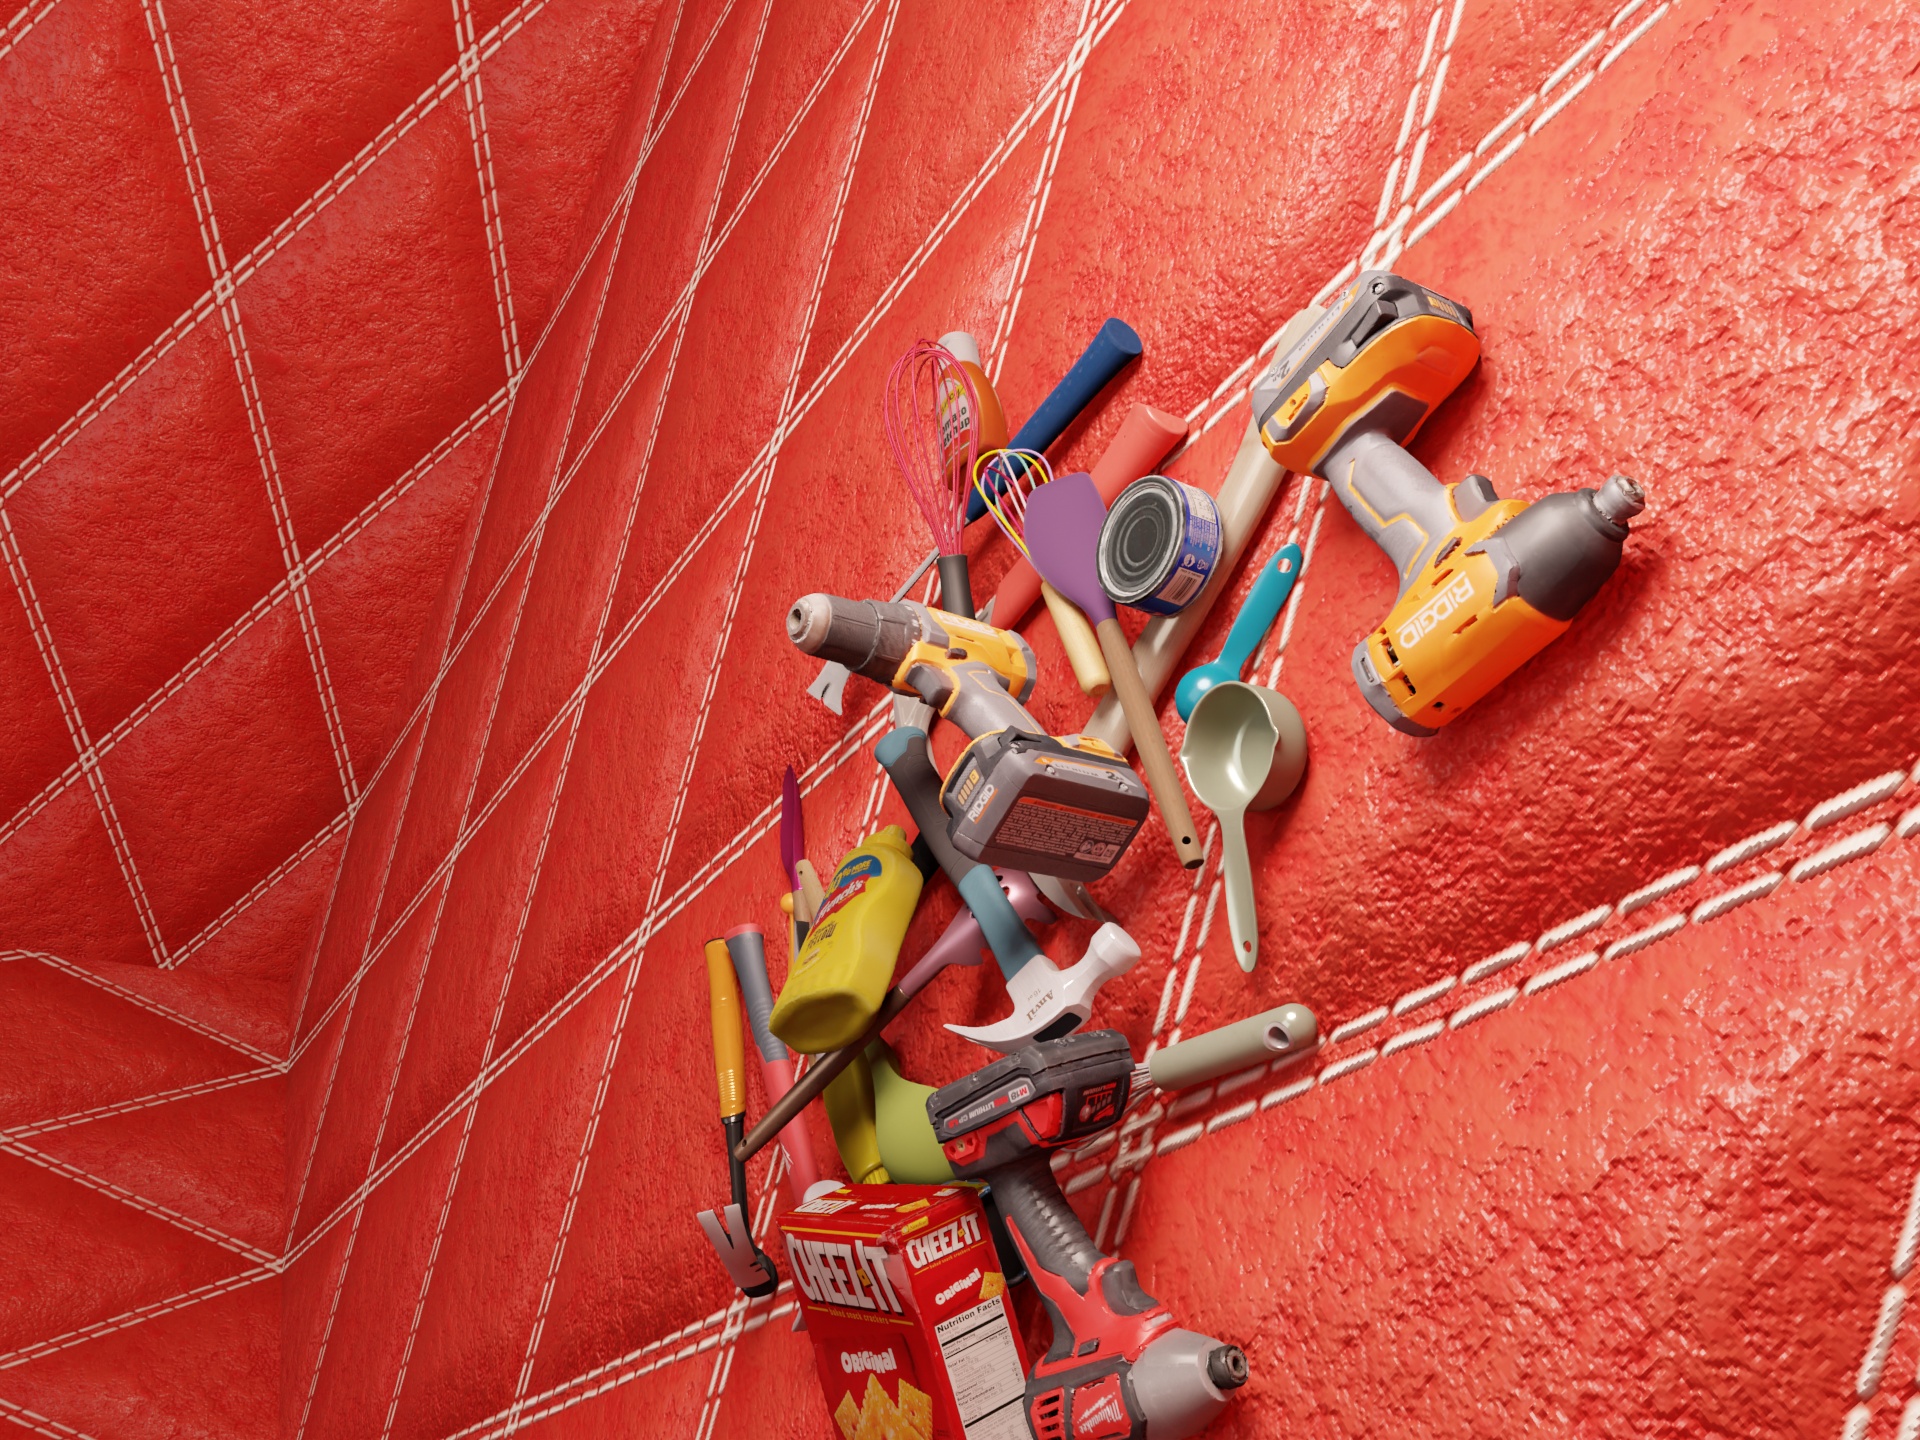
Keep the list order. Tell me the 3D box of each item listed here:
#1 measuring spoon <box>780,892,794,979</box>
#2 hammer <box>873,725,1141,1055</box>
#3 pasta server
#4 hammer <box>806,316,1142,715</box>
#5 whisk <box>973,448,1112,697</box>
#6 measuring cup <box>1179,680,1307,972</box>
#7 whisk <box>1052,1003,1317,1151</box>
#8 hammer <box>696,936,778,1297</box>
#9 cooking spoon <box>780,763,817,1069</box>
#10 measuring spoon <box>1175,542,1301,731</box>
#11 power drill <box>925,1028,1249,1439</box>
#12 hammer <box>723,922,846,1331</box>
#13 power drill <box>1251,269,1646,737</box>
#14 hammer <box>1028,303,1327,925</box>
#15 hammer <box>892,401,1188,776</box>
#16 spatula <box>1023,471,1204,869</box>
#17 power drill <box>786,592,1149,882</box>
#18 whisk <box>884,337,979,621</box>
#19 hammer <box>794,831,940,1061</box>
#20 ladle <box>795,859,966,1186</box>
[{"bbox_3d":[-0.151,0.208,1.387,0.021,0.011,0.117,-151,61,-75],"label":"measuring spoon"},{"bbox_3d":[0.006,0.100,1.083,0.128,0.033,0.331,-47,36,11],"label":"hammer"},{"bbox_3d":[-0.051,0.212,1.128,0.316,0.040,0.060,-46,39,14],"label":"pasta server"},{"bbox_3d":[0.002,-0.155,1.259,0.405,0.035,0.144,-46,12,34],"label":"hammer"},{"bbox_3d":[0.056,-0.108,1.102,0.051,0.047,0.245,-51,41,33],"label":"whisk"},{"bbox_3d":[0.171,0.061,0.921,0.083,0.038,0.168,-17,73,54],"label":"measuring cup"},{"bbox_3d":[0.115,0.209,0.939,0.246,0.059,0.058,-33,86,45],"label":"whisk"},{"bbox_3d":[-0.202,0.320,1.386,0.337,0.034,0.127,-104,0,-47],"label":"hammer"},{"bbox_3d":[-0.139,0.175,1.403,0.068,0.017,0.319,115,152,-48],"label":"cooking spoon"},{"bbox_3d":[0.171,-0.050,0.961,0.128,0.042,0.021,-62,-7,11],"label":"measuring spoon"},{"bbox_3d":[0.073,0.295,0.894,0.143,0.078,0.220,-35,66,39],"label":"power drill"},{"bbox_3d":[-0.152,0.314,1.329,0.387,0.038,0.143,-118,31,-54],"label":"hammer"},{"bbox_3d":[0.250,-0.126,0.824,0.164,0.084,0.227,-47,45,39],"label":"power drill"},{"bbox_3d":[0.145,-0.065,1.014,0.410,0.038,0.146,-63,33,20],"label":"hammer"},{"bbox_3d":[0.050,-0.096,1.187,0.359,0.036,0.149,-48,40,39],"label":"hammer"},{"bbox_3d":[0.099,-0.040,1.014,0.060,0.018,0.316,-20,55,5],"label":"spatula"},{"bbox_3d":[-0.002,-0.003,1.014,0.084,0.185,0.226,-59,39,22],"label":"power drill"},{"bbox_3d":[-0.010,-0.140,1.179,0.073,0.073,0.296,-15,81,57],"label":"whisk"},{"bbox_3d":[-0.043,0.123,1.249,0.334,0.035,0.146,-57,35,29],"label":"hammer"},{"bbox_3d":[-0.066,0.219,1.199,0.078,0.062,0.321,-55,39,23],"label":"ladle"}]
